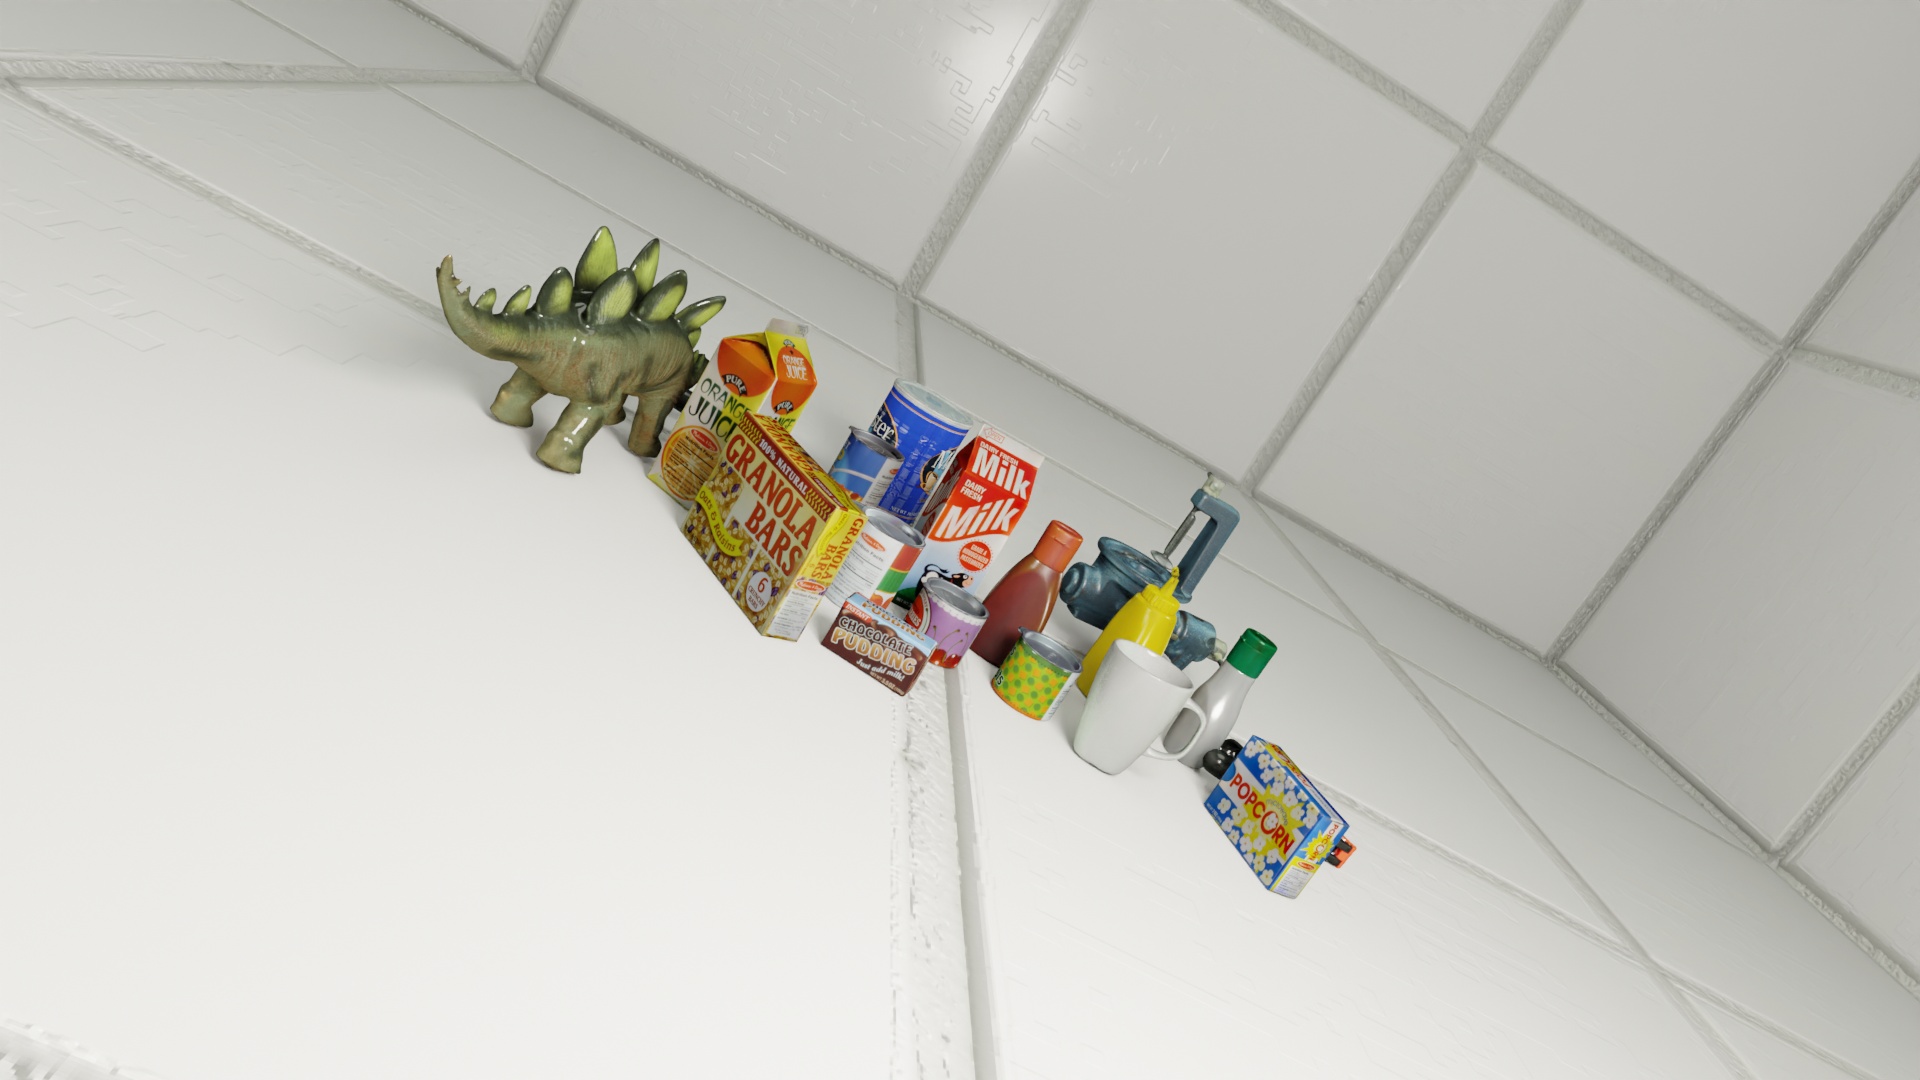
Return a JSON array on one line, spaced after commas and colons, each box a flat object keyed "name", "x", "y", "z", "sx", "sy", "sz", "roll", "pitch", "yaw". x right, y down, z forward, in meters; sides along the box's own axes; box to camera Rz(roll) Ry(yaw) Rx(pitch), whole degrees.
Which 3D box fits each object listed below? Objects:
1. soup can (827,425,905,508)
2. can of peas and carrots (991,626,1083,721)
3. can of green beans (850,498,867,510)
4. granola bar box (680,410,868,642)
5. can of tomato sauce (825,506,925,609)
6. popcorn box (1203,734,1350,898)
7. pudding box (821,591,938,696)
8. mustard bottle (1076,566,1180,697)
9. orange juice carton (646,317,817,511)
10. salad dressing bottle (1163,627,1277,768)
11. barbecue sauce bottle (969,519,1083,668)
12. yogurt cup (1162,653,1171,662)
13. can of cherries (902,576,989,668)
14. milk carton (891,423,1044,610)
[{"name": "soup can", "x": -0.111, "y": -0.072, "z": 1.515, "sx": 0.071, "sy": 0.083, "sz": 0.071, "roll": 29, "pitch": 14, "yaw": -8}, {"name": "can of peas and carrots", "x": 0.068, "y": 0.123, "z": 1.280, "sx": 0.071, "sy": 0.058, "sz": 0.071, "roll": 29, "pitch": 14, "yaw": -8}, {"name": "can of green beans", "x": -0.105, "y": 0.000, "z": 1.341, "sx": 0.071, "sy": 0.057, "sz": 0.071, "roll": 29, "pitch": 14, "yaw": -8}, {"name": "granola bar box", "x": -0.158, "y": -0.014, "z": 1.147, "sx": 0.039, "sy": 0.124, "sz": 0.166, "roll": 17, "pitch": 20, "yaw": -45}, {"name": "can of tomato sauce", "x": -0.080, "y": 0.021, "z": 1.269, "sx": 0.071, "sy": 0.083, "sz": 0.071, "roll": 29, "pitch": 14, "yaw": -8}, {"name": "popcorn box", "x": 0.282, "y": 0.247, "z": 1.248, "sx": 0.038, "sy": 0.085, "sz": 0.127, "roll": 24, "pitch": 16, "yaw": -28}, {"name": "pudding box", "x": -0.067, "y": 0.085, "z": 1.150, "sx": 0.084, "sy": 0.049, "sz": 0.030, "roll": 33, "pitch": 14, "yaw": 4}, {"name": "mustard bottle", "x": 0.179, "y": 0.096, "z": 1.394, "sx": 0.049, "sy": 0.160, "sz": 0.065, "roll": 19, "pitch": 18, "yaw": -41}, {"name": "orange juice carton", "x": -0.200, "y": -0.118, "z": 1.270, "sx": 0.073, "sy": 0.192, "sz": 0.072, "roll": 37, "pitch": 15, "yaw": 20}, {"name": "salad dressing bottle", "x": 0.259, "y": 0.156, "z": 1.380, "sx": 0.044, "sy": 0.147, "sz": 0.064, "roll": 27, "pitch": 14, "yaw": -17}, {"name": "barbecue sauce bottle", "x": 0.064, "y": 0.051, "z": 1.334, "sx": 0.065, "sy": 0.148, "sz": 0.044, "roll": 33, "pitch": 14, "yaw": 5}, {"name": "yogurt cup", "x": 0.184, "y": 0.136, "z": 1.482, "sx": 0.072, "sy": 0.053, "sz": 0.072, "roll": 29, "pitch": 14, "yaw": -8}, {"name": "can of cherries", "x": -0.019, "y": 0.074, "z": 1.267, "sx": 0.071, "sy": 0.058, "sz": 0.072, "roll": 29, "pitch": 14, "yaw": -8}, {"name": "milk carton", "x": 0.005, "y": -0.017, "z": 1.354, "sx": 0.072, "sy": 0.190, "sz": 0.074, "roll": 28, "pitch": 14, "yaw": -14}]
